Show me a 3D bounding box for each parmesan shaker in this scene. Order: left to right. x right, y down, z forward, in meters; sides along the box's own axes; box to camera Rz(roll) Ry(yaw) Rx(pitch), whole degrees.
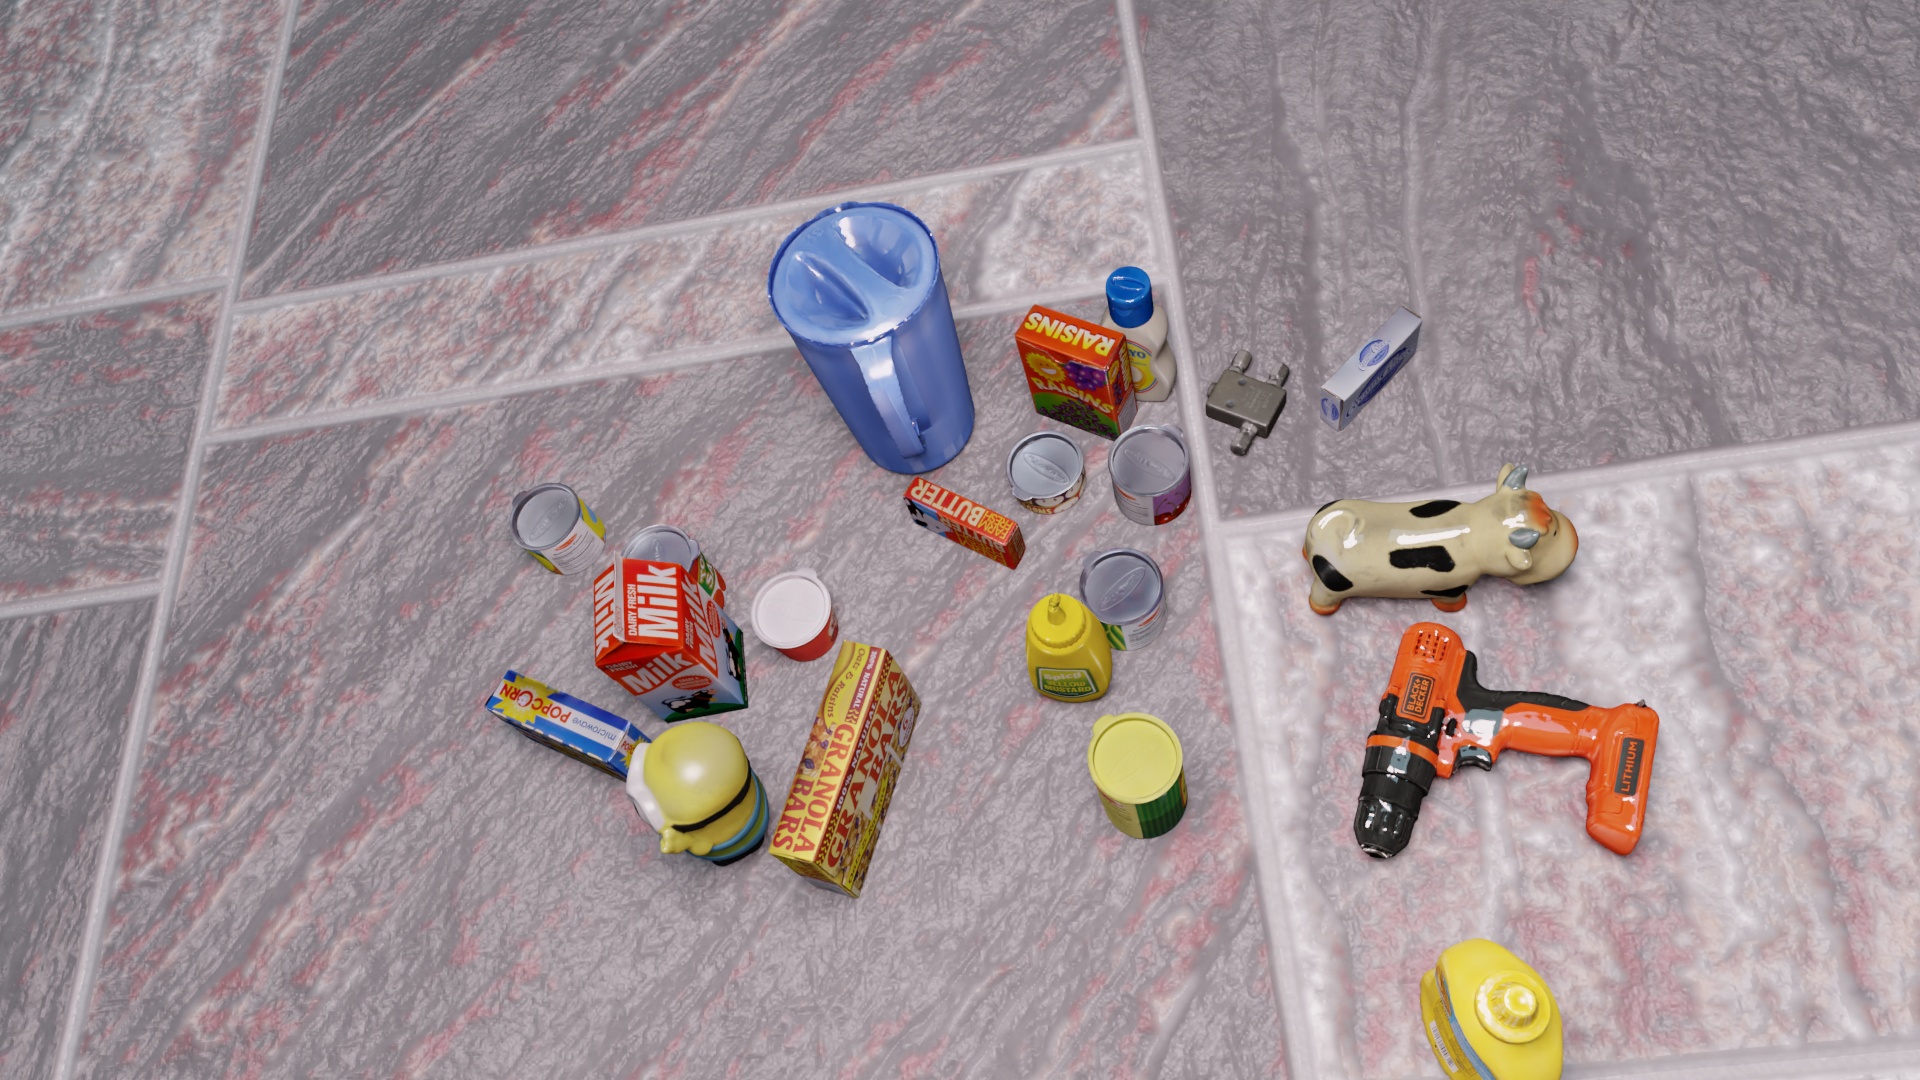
[{"bbox_3d":[0.130,0.172,1.018,0.071,0.102,0.071,-5,63,10],"label":"parmesan shaker"}]

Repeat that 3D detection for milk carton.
[{"bbox_3d":[-0.233,0.077,1.092,0.073,0.190,0.072,-12,63,6],"label":"milk carton"}]

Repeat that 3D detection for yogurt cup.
[{"bbox_3d":[-0.134,0.066,1.154,0.072,0.053,0.072,-5,63,10],"label":"yogurt cup"}]

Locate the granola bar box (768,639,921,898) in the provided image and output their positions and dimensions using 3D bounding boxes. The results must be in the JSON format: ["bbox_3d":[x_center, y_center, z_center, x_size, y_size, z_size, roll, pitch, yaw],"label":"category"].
[{"bbox_3d":[-0.082,0.174,1.050,0.039,0.123,0.166,11,67,17],"label":"granola bar box"}]

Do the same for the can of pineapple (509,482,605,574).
[{"bbox_3d":[-0.359,-0.011,1.238,0.071,0.057,0.071,-5,63,10],"label":"can of pineapple"}]

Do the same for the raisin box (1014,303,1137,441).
[{"bbox_3d":[0.099,-0.139,1.168,0.086,0.123,0.040,23,71,21],"label":"raisin box"}]

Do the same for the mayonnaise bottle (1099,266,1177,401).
[{"bbox_3d":[0.145,-0.171,1.160,0.065,0.147,0.041,15,69,19],"label":"mayonnaise bottle"}]

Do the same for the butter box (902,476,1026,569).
[{"bbox_3d":[0.004,-0.015,1.166,0.103,0.053,0.024,25,72,22],"label":"butter box"}]

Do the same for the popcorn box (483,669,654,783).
[{"bbox_3d":[-0.310,0.155,1.130,0.127,0.085,0.038,19,70,20],"label":"popcorn box"}]

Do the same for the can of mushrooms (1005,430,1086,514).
[{"bbox_3d":[0.072,-0.056,1.183,0.071,0.033,0.071,-5,63,10],"label":"can of mushrooms"}]

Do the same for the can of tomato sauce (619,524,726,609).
[{"bbox_3d":[-0.241,0.033,1.177,0.071,0.082,0.071,-5,63,10],"label":"can of tomato sauce"}]

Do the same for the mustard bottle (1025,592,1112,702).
[{"bbox_3d":[0.077,0.077,1.044,0.065,0.159,0.049,0,65,12],"label":"mustard bottle"}]

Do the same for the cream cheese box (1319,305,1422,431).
[{"bbox_3d":[0.342,-0.143,1.158,0.104,0.053,0.024,-44,64,-11],"label":"cream cheese box"}]

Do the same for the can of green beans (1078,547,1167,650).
[{"bbox_3d":[0.130,0.047,1.106,0.071,0.057,0.071,-5,63,10],"label":"can of green beans"}]

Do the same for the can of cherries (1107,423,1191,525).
[{"bbox_3d":[0.160,-0.055,1.150,0.071,0.058,0.072,-5,63,10],"label":"can of cherries"}]
